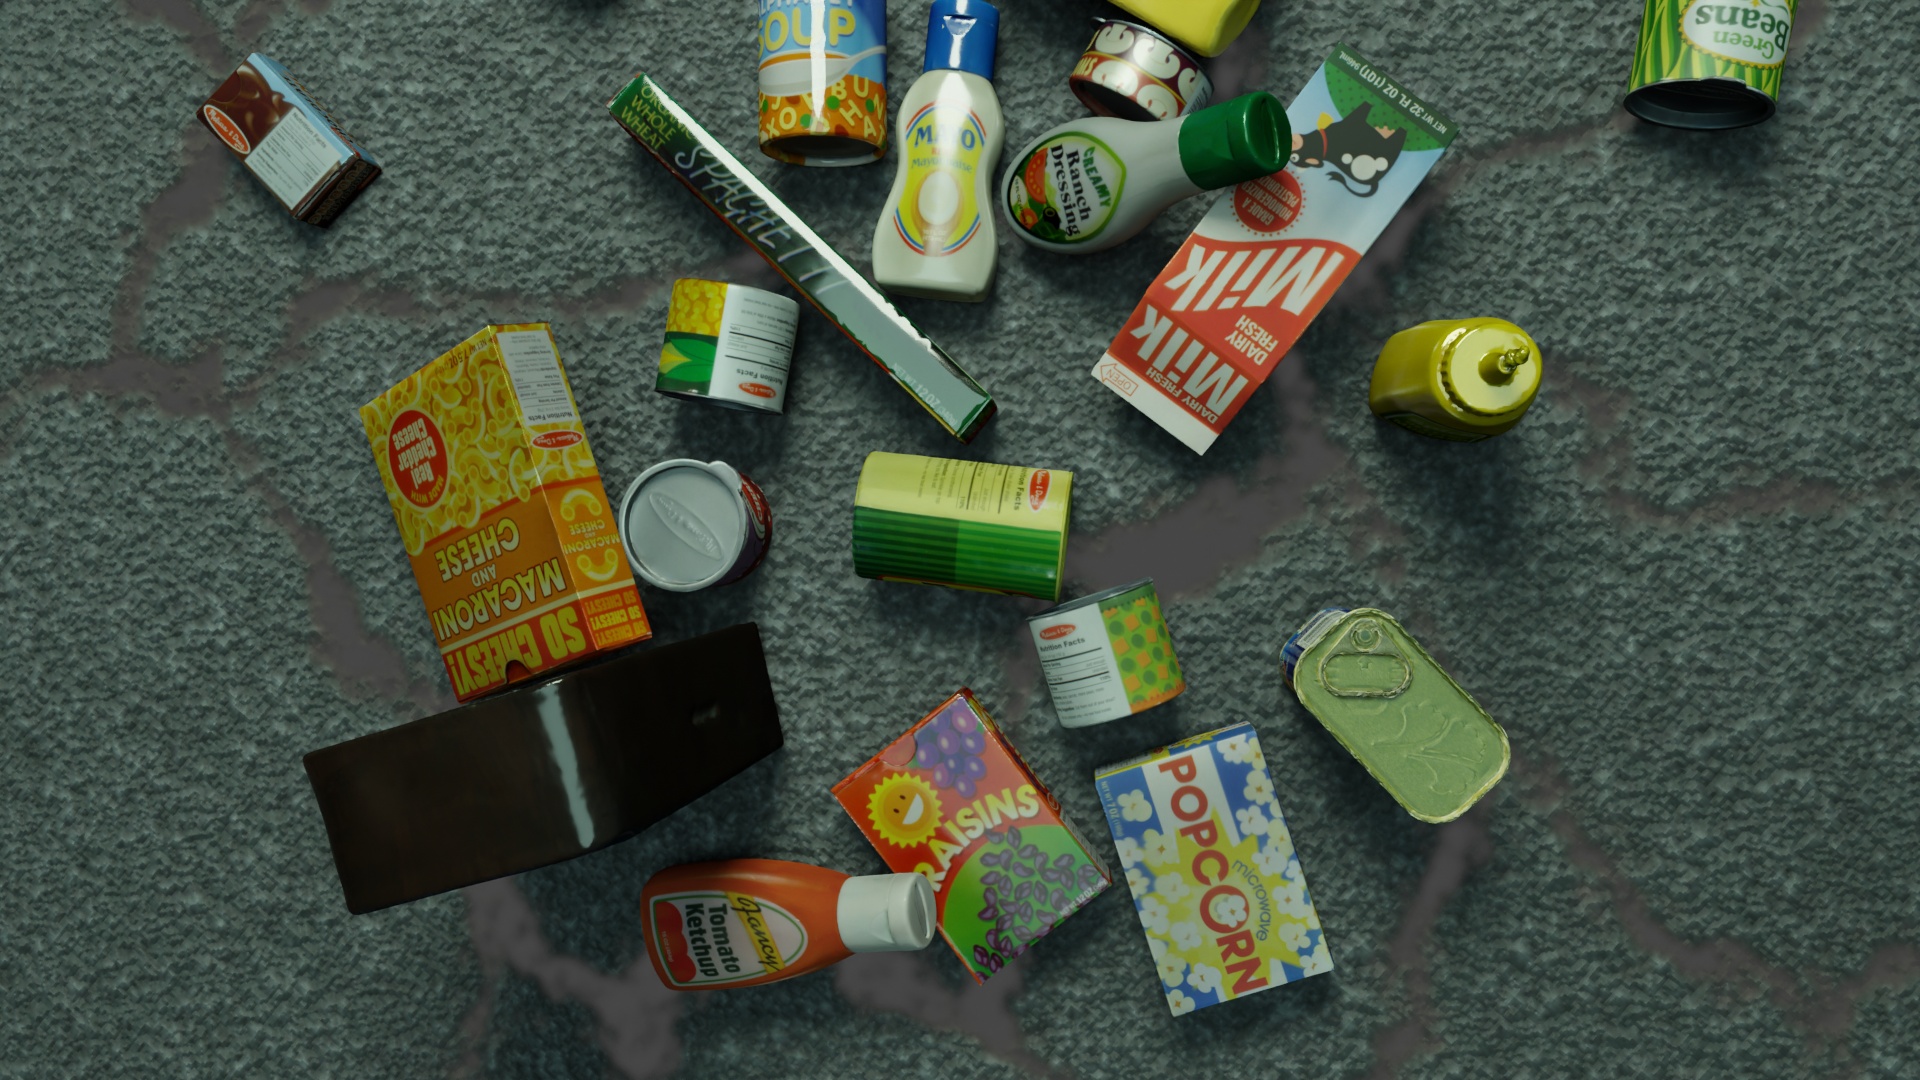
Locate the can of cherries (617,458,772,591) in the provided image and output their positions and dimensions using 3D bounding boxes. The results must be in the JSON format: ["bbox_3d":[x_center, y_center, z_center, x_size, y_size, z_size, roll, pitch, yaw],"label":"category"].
[{"bbox_3d":[-0.133,-0.009,0.715,0.071,0.058,0.071,0,89,6],"label":"can of cherries"}]

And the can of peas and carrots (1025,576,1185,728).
[{"bbox_3d":[0.074,0.055,0.693,0.071,0.071,0.058,-18,89,5],"label":"can of peas and carrots"}]

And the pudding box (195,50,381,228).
[{"bbox_3d":[-0.363,-0.216,0.752,0.084,0.030,0.049,45,95,4],"label":"pudding box"}]

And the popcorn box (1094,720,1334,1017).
[{"bbox_3d":[0.126,0.163,0.699,0.085,0.038,0.126,-18,88,5],"label":"popcorn box"}]

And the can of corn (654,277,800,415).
[{"bbox_3d":[-0.120,-0.099,0.712,0.071,0.071,0.058,10,90,5],"label":"can of corn"}]

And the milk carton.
[{"bbox_3d":[0.149,-0.137,0.681,0.072,0.073,0.190,37,93,4],"label":"milk carton"}]

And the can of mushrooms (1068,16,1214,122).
[{"bbox_3d":[0.087,-0.227,0.691,0.071,0.071,0.033,31,94,5],"label":"can of mushrooms"}]

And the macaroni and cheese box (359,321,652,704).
[{"bbox_3d":[-0.234,-0.011,0.707,0.123,0.040,0.166,-20,87,36],"label":"macaroni and cheese box"}]

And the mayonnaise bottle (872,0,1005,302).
[{"bbox_3d":[-0.007,-0.199,0.712,0.065,0.041,0.148,7,91,5],"label":"mayonnaise bottle"}]

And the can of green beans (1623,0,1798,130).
[{"bbox_3d":[0.360,-0.236,0.666,0.071,0.071,0.058,12,91,5],"label":"can of green beans"}]

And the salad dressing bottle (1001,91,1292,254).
[{"bbox_3d":[0.085,-0.176,0.660,0.147,0.044,0.064,-4,102,47],"label":"salad dressing bottle"}]

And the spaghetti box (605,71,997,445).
[{"bbox_3d":[-0.081,-0.144,0.715,0.250,0.050,0.028,43,92,4],"label":"spaghetti box"}]

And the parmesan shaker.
[{"bbox_3d":[0.003,-0.009,0.701,0.103,0.071,0.071,7,91,6],"label":"parmesan shaker"}]

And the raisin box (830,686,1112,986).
[{"bbox_3d":[0.006,0.149,0.711,0.086,0.040,0.123,-38,86,5],"label":"raisin box"}]

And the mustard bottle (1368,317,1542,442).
[{"bbox_3d":[0.228,-0.073,0.630,0.065,0.160,0.048,17,93,6],"label":"mustard bottle"}]

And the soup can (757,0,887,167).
[{"bbox_3d":[-0.071,-0.239,0.704,0.071,0.071,0.083,0,90,5],"label":"soup can"}]

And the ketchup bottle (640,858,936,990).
[{"bbox_3d":[-0.086,0.190,0.698,0.148,0.044,0.064,-10,98,21],"label":"ketchup bottle"}]
